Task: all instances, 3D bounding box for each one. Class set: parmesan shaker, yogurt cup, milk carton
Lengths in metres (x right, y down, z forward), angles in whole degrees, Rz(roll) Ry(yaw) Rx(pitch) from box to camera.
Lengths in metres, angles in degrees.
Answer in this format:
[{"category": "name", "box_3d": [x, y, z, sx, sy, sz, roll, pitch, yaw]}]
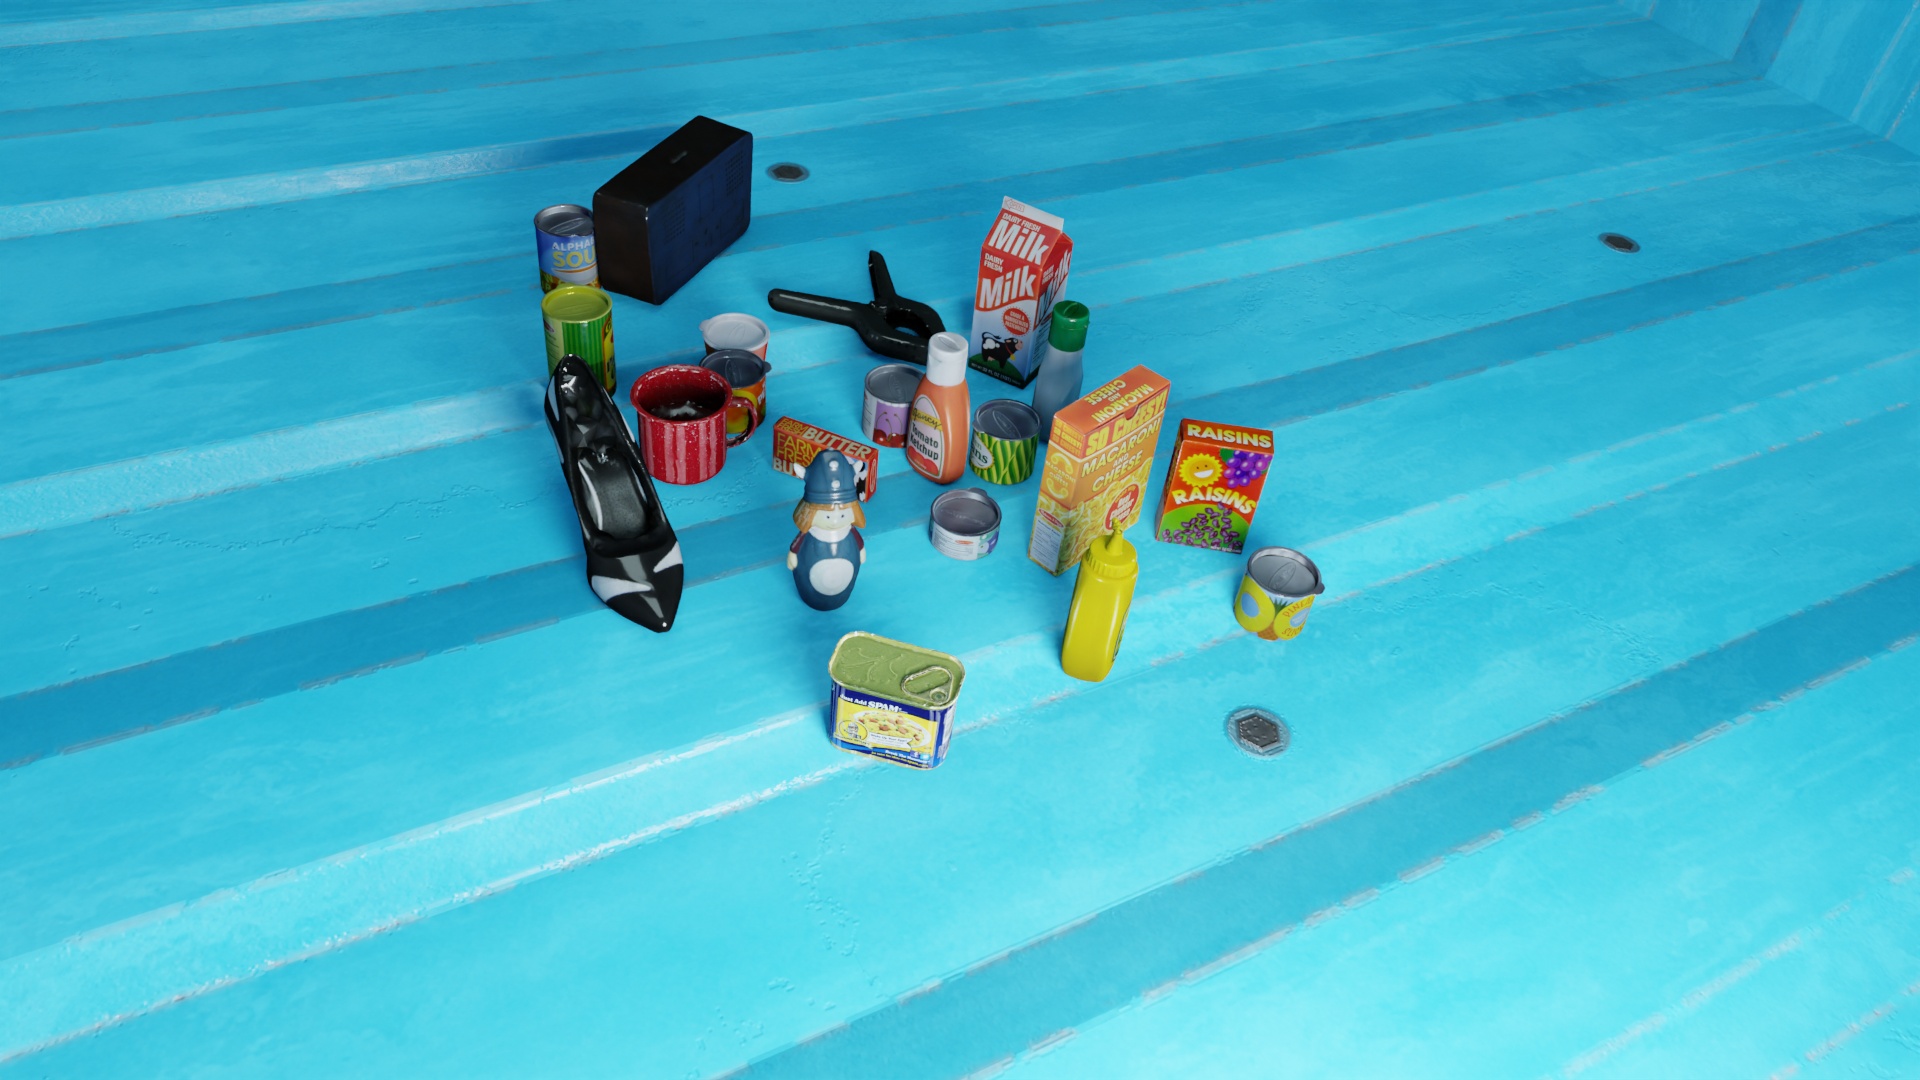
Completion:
[{"category": "parmesan shaker", "box_3d": [-0.374, -0.192, 1.365, 0.071, 0.102, 0.072, 5, 42, -4]}, {"category": "yogurt cup", "box_3d": [-0.230, -0.193, 1.427, 0.072, 0.053, 0.073, 5, 42, -4]}, {"category": "milk carton", "box_3d": [0.064, -0.262, 1.449, 0.072, 0.189, 0.074, 26, 44, 19]}]

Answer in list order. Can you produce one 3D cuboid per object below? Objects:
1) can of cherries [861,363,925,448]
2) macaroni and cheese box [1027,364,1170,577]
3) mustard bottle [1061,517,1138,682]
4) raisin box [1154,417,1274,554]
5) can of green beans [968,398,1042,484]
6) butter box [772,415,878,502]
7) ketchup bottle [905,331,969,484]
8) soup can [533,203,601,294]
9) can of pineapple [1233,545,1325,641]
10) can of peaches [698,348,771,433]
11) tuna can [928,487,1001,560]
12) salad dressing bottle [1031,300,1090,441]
[{"category": "can of cherries", "box_3d": [-0.062, -0.134, 1.384, 0.071, 0.058, 0.072, 5, 42, -4]}, {"category": "macaroni and cheese box", "box_3d": [0.125, -0.062, 1.254, 0.040, 0.165, 0.124, 36, 48, 27]}, {"category": "mustard bottle", "box_3d": [0.117, 0.045, 1.138, 0.049, 0.159, 0.066, 14, 42, 7]}, {"category": "raisin box", "box_3d": [0.235, -0.050, 1.291, 0.086, 0.122, 0.040, 9, 42, 1]}, {"category": "can of green beans", "box_3d": [0.043, -0.097, 1.360, 0.071, 0.057, 0.071, 5, 42, -4]}, {"category": "butter box", "box_3d": [-0.129, -0.077, 1.315, 0.103, 0.052, 0.024, 21, 43, 14]}, {"category": "ketchup bottle", "box_3d": [-0.018, -0.127, 1.316, 0.044, 0.148, 0.065, -29, 54, -34]}, {"category": "soup can", "box_3d": [-0.422, -0.310, 1.504, 0.071, 0.083, 0.072, 5, 42, -4]}, {"category": "can of pineapple", "box_3d": [0.283, 0.049, 1.237, 0.071, 0.057, 0.071, 5, 42, -4]}, {"category": "can of peaches", "box_3d": [-0.223, -0.148, 1.374, 0.071, 0.057, 0.071, 5, 42, -4]}, {"category": "tuna can", "box_3d": [0.005, -0.016, 1.283, 0.071, 0.032, 0.071, 5, 42, -4]}, {"category": "salad dressing bottle", "box_3d": [0.100, -0.168, 1.382, 0.044, 0.146, 0.064, 24, 44, 17]}]
